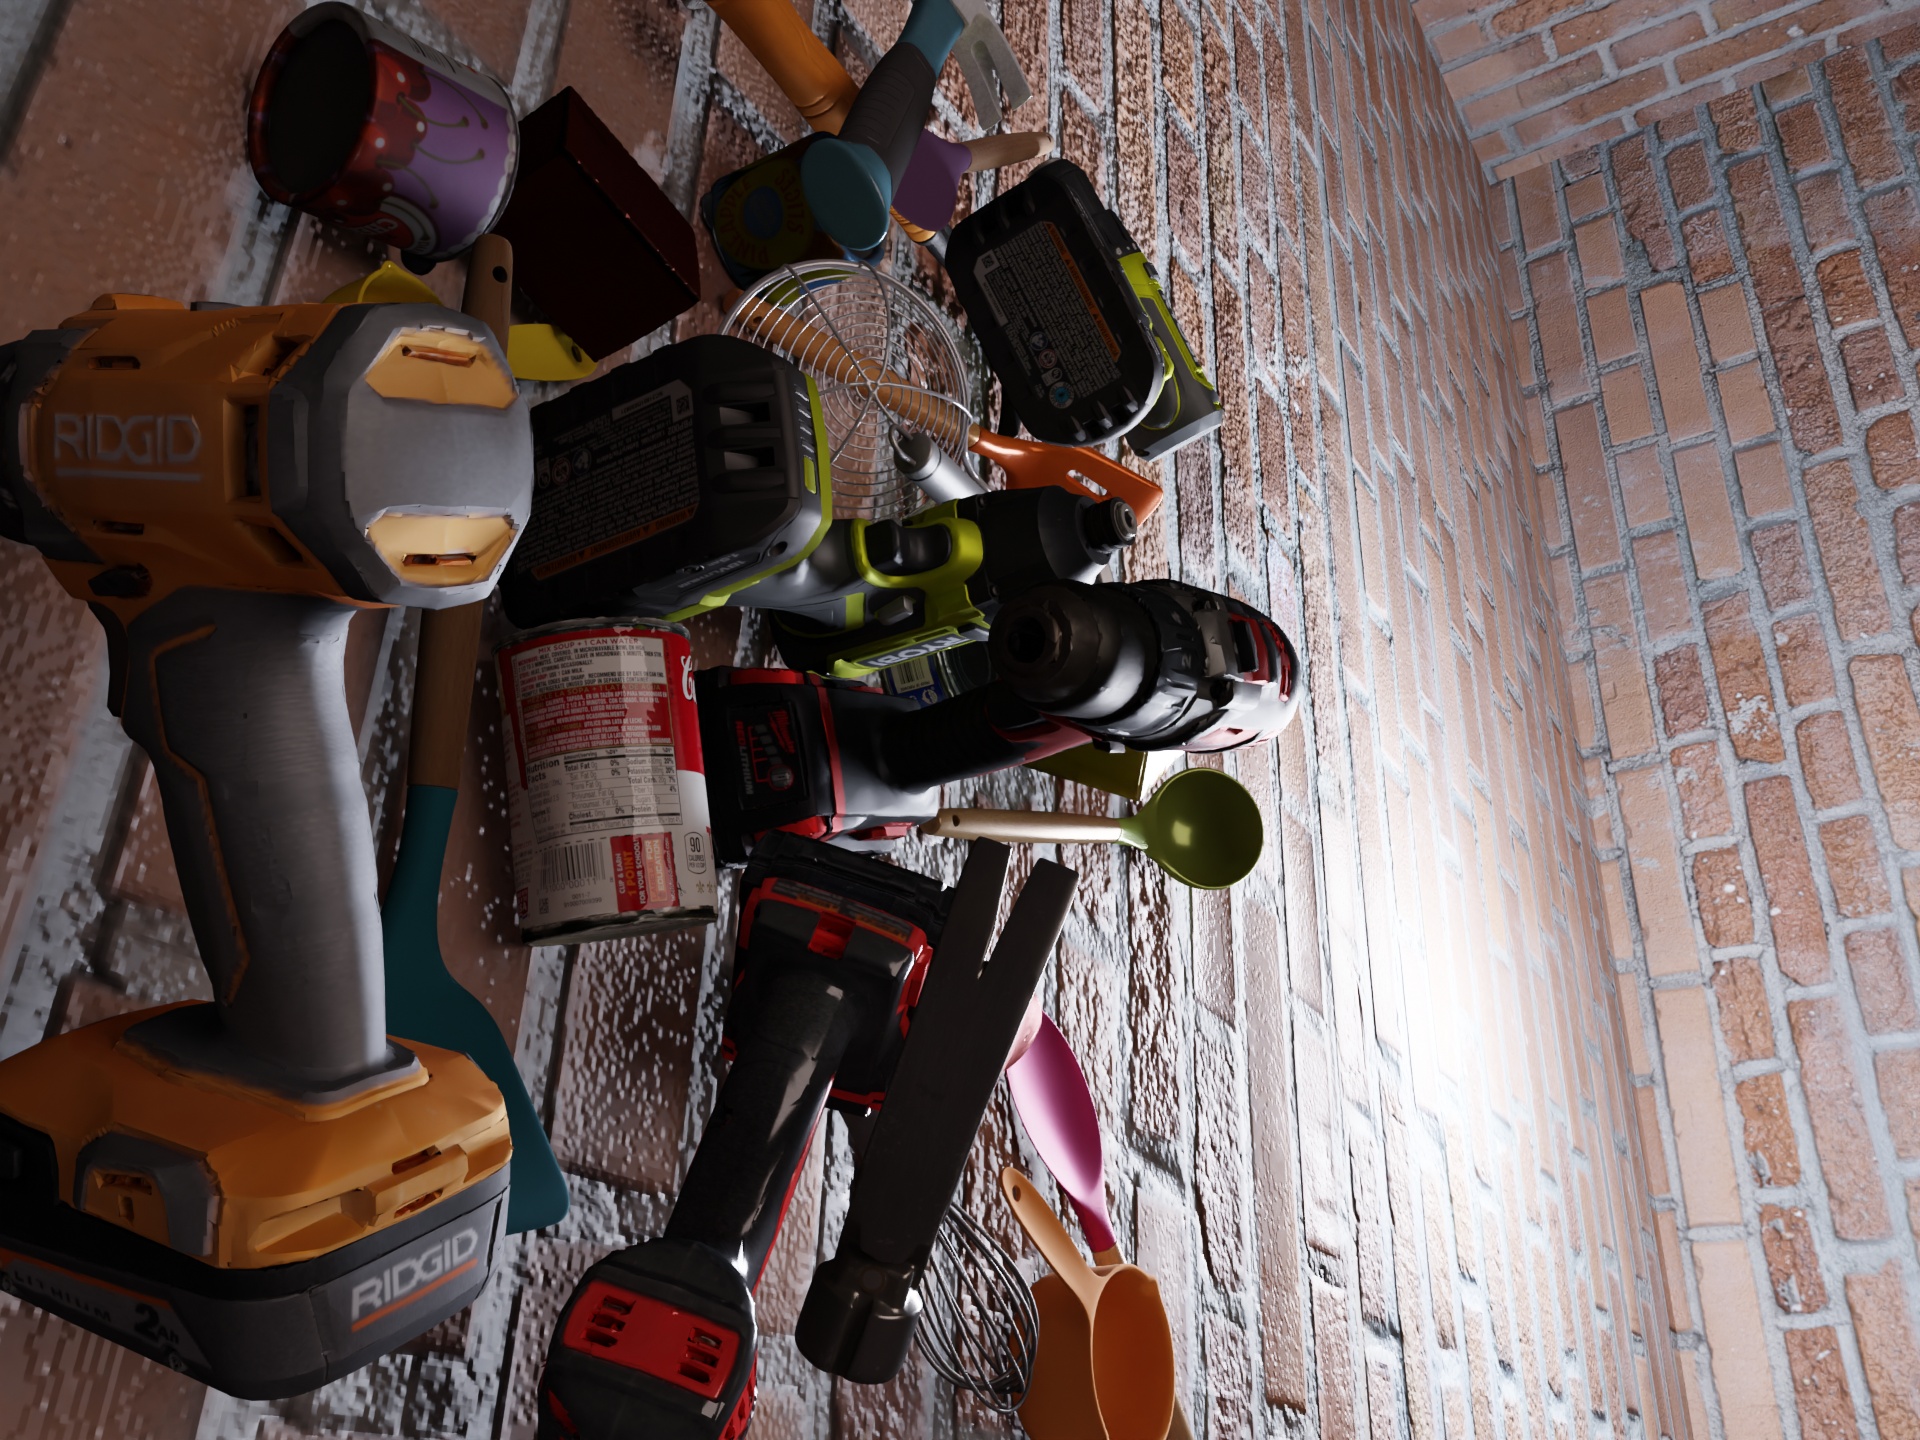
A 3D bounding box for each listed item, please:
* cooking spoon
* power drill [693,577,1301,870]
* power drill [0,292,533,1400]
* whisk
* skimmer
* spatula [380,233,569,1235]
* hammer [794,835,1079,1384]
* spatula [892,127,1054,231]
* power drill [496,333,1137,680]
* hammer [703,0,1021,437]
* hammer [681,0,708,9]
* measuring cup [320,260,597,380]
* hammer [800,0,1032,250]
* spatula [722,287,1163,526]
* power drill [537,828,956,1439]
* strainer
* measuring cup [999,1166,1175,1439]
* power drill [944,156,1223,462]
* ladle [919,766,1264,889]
[{"bbox_3d":[0.082,0.294,0.825,0.069,0.017,0.319,-37,109,-58],"label":"cooking spoon"},{"bbox_3d":[-0.001,-0.002,0.599,0.187,0.227,0.080,5,73,-60],"label":"power drill"},{"bbox_3d":[-0.185,0.017,0.370,0.084,0.185,0.226,-12,107,-61],"label":"power drill"},{"bbox_3d":[-0.025,0.183,0.663,0.055,0.055,0.239,-38,106,-59],"label":"whisk"},{"bbox_3d":[-0.004,-0.114,0.839,0.363,0.090,0.127,33,74,-64],"label":"skimmer"},{"bbox_3d":[-0.154,-0.005,0.497,0.082,0.044,0.317,14,75,-50],"label":"spatula"},{"bbox_3d":[0.009,0.118,0.598,0.359,0.037,0.149,37,73,-83],"label":"hammer"},{"bbox_3d":[0.008,-0.309,0.876,0.059,0.018,0.316,64,25,-13],"label":"spatula"},{"bbox_3d":[-0.049,-0.070,0.611,0.223,0.171,0.080,9,70,-55],"label":"power drill"},{"bbox_3d":[-0.034,-0.272,0.825,0.336,0.034,0.127,35,46,-58],"label":"hammer"},{"bbox_3d":[-0.212,-0.329,0.580,0.146,0.038,0.411,65,31,-15],"label":"hammer"},{"bbox_3d":[-0.177,-0.128,0.571,0.156,0.029,0.062,-42,117,-71],"label":"measuring cup"},{"bbox_3d":[-0.026,-0.306,0.755,0.128,0.033,0.331,47,31,-26],"label":"hammer"},{"bbox_3d":[-0.005,-0.154,0.846,0.322,0.081,0.041,18,37,-51],"label":"spatula"},{"bbox_3d":[-0.071,0.157,0.526,0.143,0.078,0.220,103,7,-45],"label":"power drill"},{"bbox_3d":[0.024,-0.085,0.769,0.258,0.050,0.087,33,54,-60],"label":"strainer"},{"bbox_3d":[0.040,0.269,0.731,0.173,0.052,0.095,60,33,-23],"label":"measuring cup"},{"bbox_3d":[0.071,-0.239,0.902,0.190,0.080,0.228,62,21,-2],"label":"power drill"},{"bbox_3d":[0.083,0.059,0.896,0.320,0.062,0.078,8,70,-56],"label":"ladle"}]
